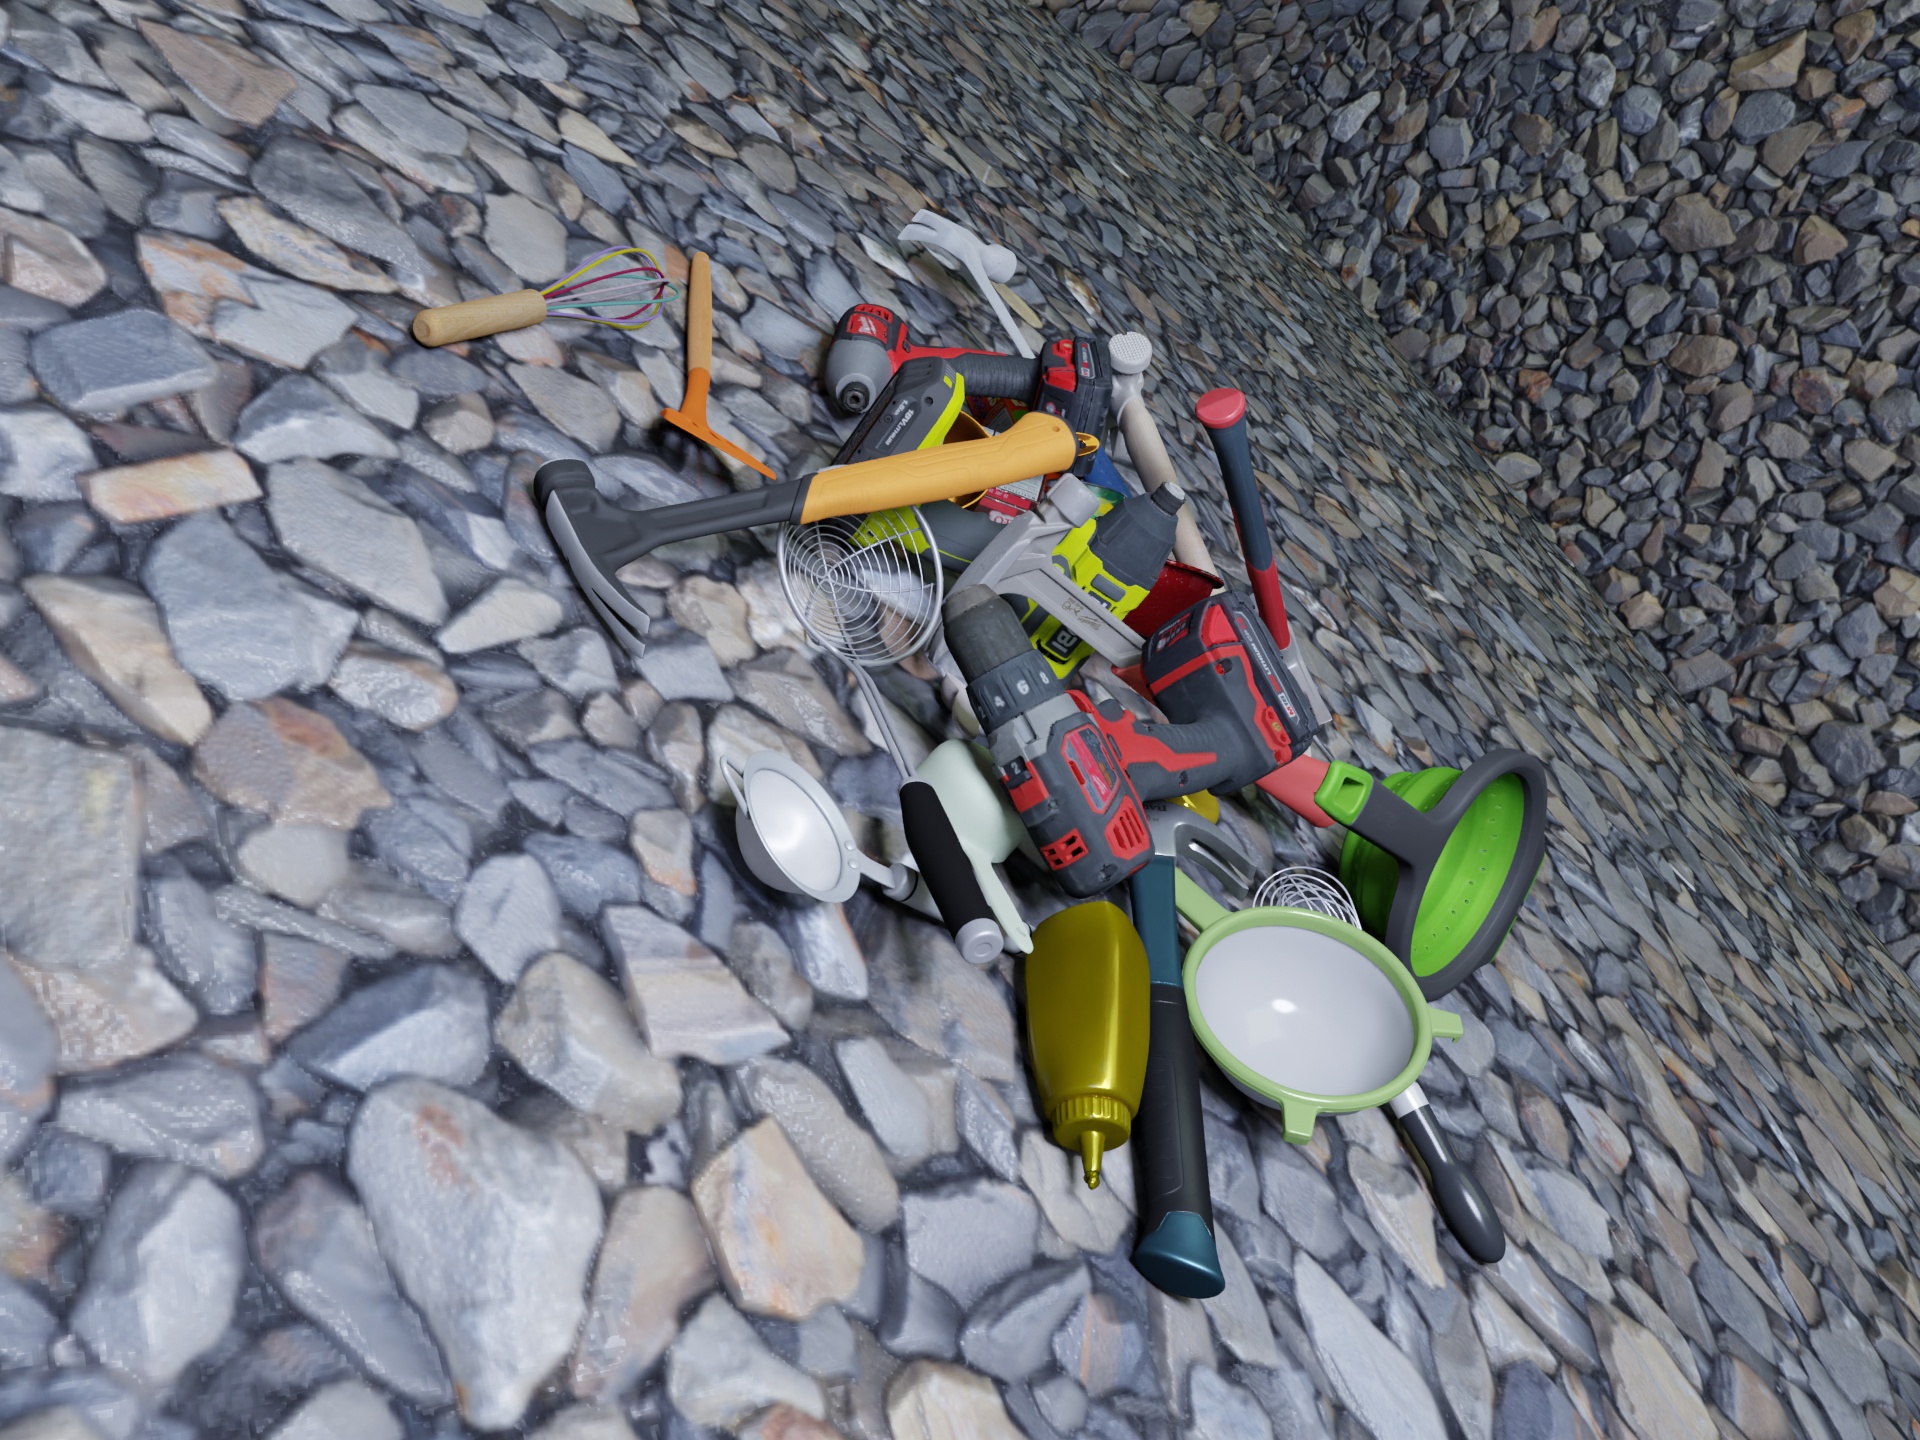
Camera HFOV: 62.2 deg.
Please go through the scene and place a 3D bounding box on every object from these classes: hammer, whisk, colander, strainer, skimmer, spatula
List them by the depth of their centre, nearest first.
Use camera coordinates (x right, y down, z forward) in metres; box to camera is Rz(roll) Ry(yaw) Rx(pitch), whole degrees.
[{"bbox_3d":[-0.039,0.084,0.831,0.258,0.050,0.087,30,33,-37],"label":"strainer"},{"bbox_3d":[-0.025,-0.018,0.891,0.127,0.090,0.364,25,24,-34],"label":"skimmer"},{"bbox_3d":[0.112,0.165,0.896,0.128,0.033,0.331,6,42,-4],"label":"hammer"},{"bbox_3d":[-0.067,-0.129,0.930,0.337,0.034,0.127,-17,59,-29],"label":"hammer"},{"bbox_3d":[0.170,0.159,0.993,0.151,0.069,0.257,-23,49,-31],"label":"strainer"},{"bbox_3d":[-0.256,-0.261,1.008,0.051,0.047,0.245,36,31,8],"label":"whisk"},{"bbox_3d":[0.281,0.222,1.056,0.070,0.070,0.285,5,52,-50],"label":"whisk"},{"bbox_3d":[0.143,-0.014,1.103,0.358,0.149,0.037,35,12,-31],"label":"hammer"},{"bbox_3d":[-0.176,-0.257,1.104,0.081,0.041,0.323,27,32,-28],"label":"spatula"},{"bbox_3d":[0.313,0.082,1.160,0.095,0.204,0.396,26,0,39],"label":"colander"},{"bbox_3d":[0.246,-0.130,1.297,0.385,0.038,0.143,56,15,-59],"label":"hammer"},{"bbox_3d":[0.192,-0.125,1.310,0.038,0.146,0.411,-13,60,-10],"label":"hammer"},{"bbox_3d":[0.065,-0.309,1.411,0.144,0.035,0.406,12,43,-46],"label":"hammer"}]

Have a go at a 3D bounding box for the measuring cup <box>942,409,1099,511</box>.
[{"bbox_3d":[0.016,-0.188,1.177,0.173,0.052,0.095,-9,73,-20],"label":"measuring cup"}]

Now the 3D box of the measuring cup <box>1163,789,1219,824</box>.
[{"bbox_3d":[0.124,0.038,1.115,0.156,0.029,0.062,28,32,-33],"label":"measuring cup"}]

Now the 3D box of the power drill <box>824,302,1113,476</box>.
[{"bbox_3d":[0.003,-0.262,1.241,0.219,0.078,0.143,10,33,-3],"label":"power drill"}]

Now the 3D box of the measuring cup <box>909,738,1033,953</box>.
[{"bbox_3d":[0.022,0.067,0.899,0.083,0.038,0.168,33,17,-32],"label":"measuring cup"}]

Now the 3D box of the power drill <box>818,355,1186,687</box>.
[{"bbox_3d":[0.028,-0.140,1.083,0.223,0.171,0.080,32,26,-15],"label":"power drill"}]

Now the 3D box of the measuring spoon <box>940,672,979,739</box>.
[{"bbox_3d":[-0.002,-0.003,0.987,0.034,0.018,0.124,42,10,-9],"label":"measuring spoon"}]

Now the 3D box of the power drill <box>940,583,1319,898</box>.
[{"bbox_3d":[0.097,-0.013,0.953,0.226,0.080,0.188,-23,82,-44],"label":"power drill"}]
